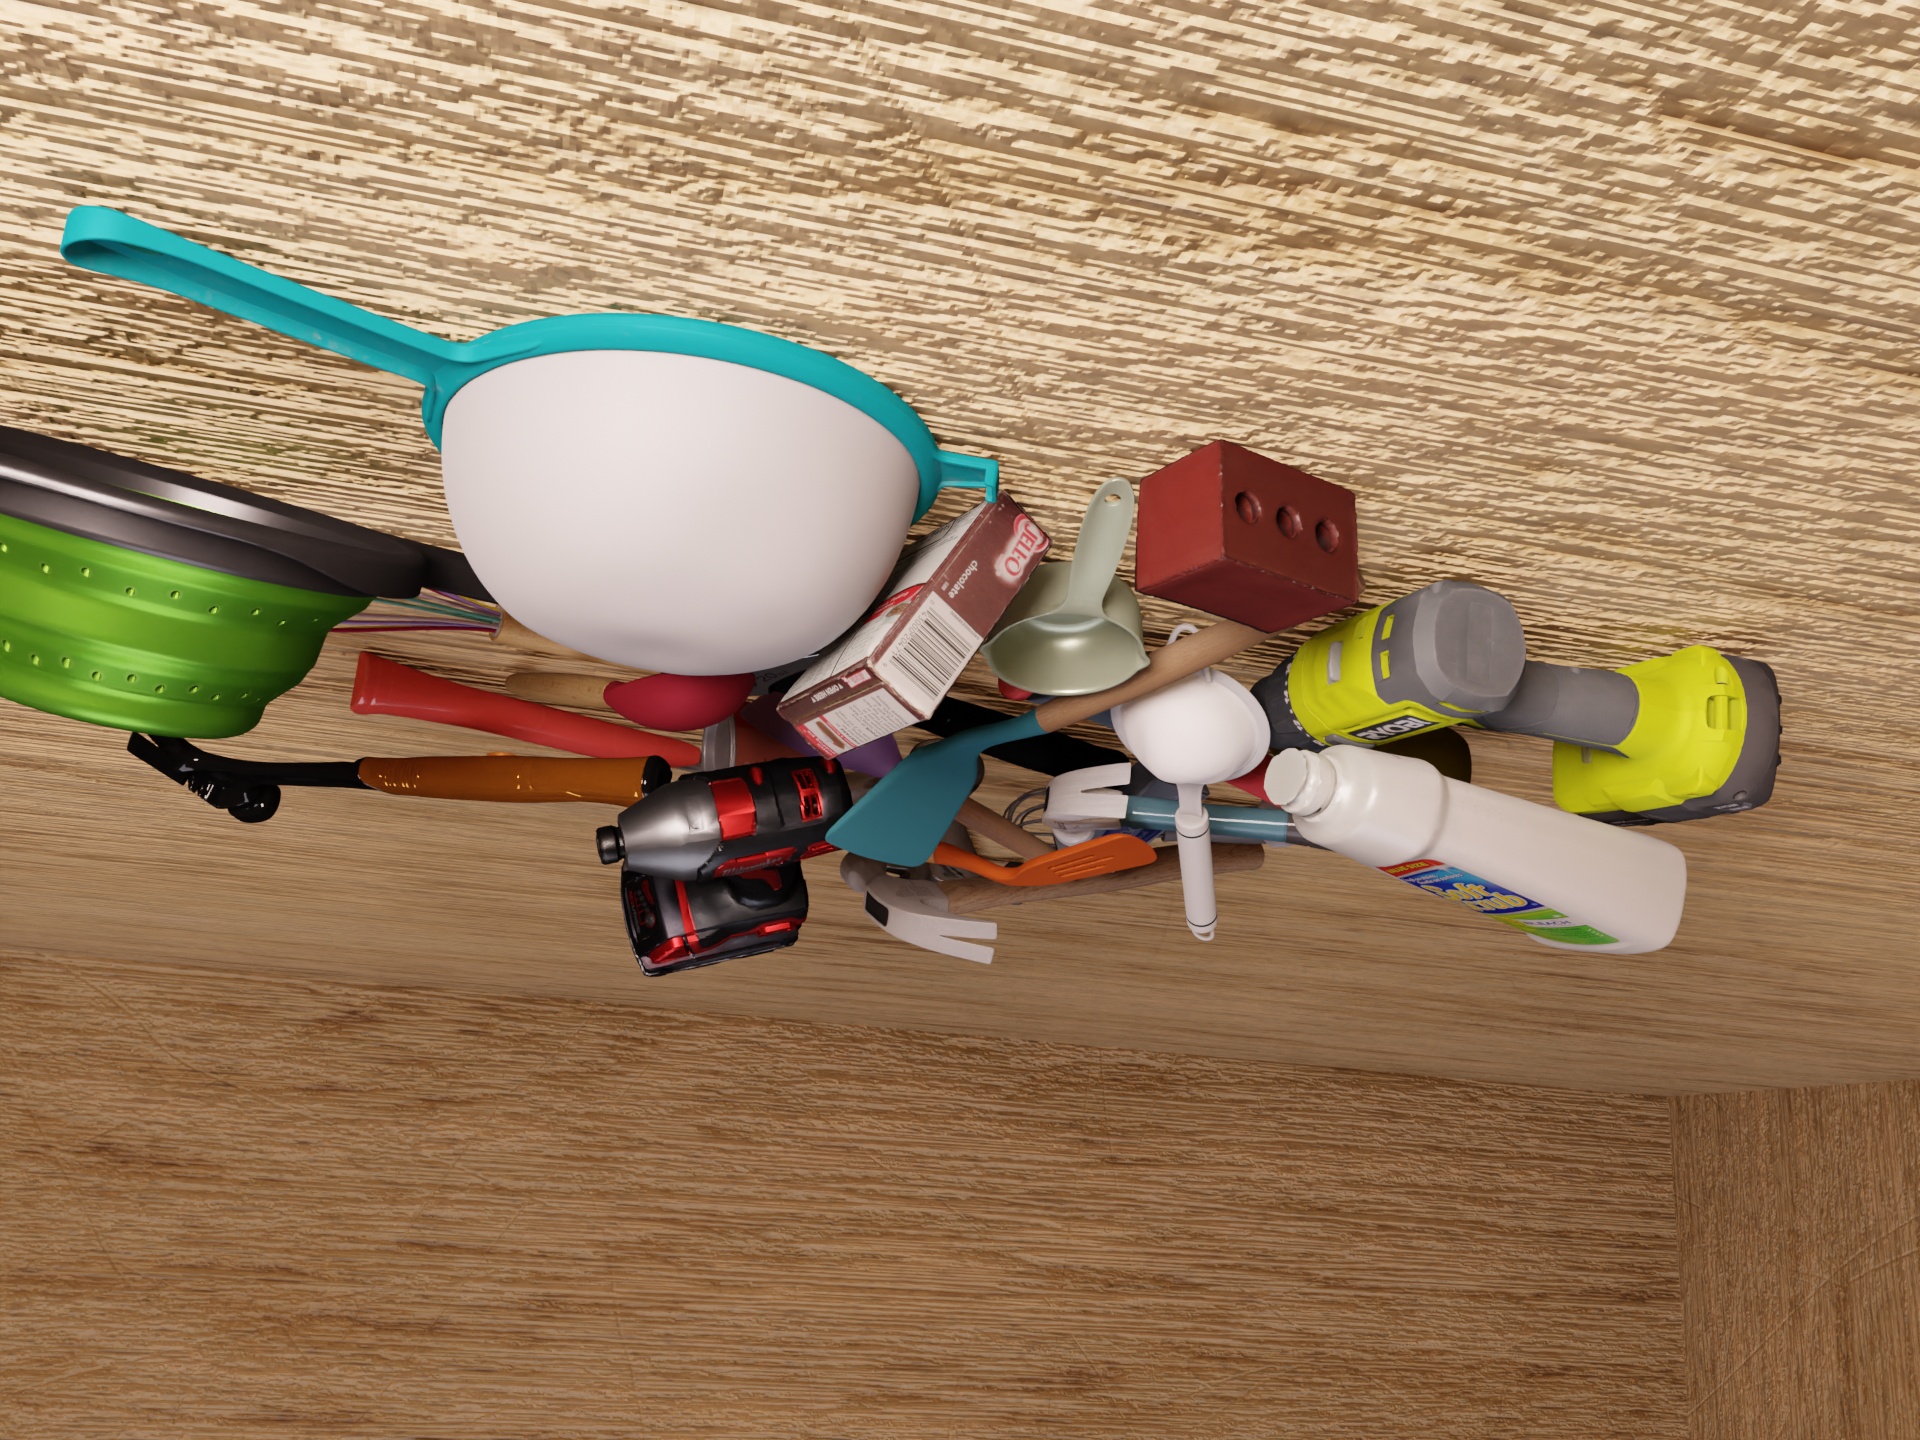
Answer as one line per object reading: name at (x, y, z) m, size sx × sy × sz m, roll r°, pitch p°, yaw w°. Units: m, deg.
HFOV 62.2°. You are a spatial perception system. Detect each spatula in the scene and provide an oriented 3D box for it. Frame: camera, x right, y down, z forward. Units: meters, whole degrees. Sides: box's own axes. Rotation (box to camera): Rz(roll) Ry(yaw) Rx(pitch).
spatula at (0.066, 0.001, 0.819) m, size 0.317 × 0.044 × 0.082 m, roll -25°, pitch 149°, yaw 32°
spatula at (-0.034, 0.074, 1.046) m, size 0.323 × 0.041 × 0.081 m, roll 9°, pitch 167°, yaw 23°
spatula at (-0.015, 0.046, 1.032) m, size 0.060 × 0.018 × 0.315 m, roll -29°, pitch 140°, yaw 27°

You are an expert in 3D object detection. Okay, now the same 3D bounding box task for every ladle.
ladle at (-0.192, -0.016, 0.842) m, size 0.069 × 0.031 × 0.315 m, roll -2°, pitch -176°, yaw -32°

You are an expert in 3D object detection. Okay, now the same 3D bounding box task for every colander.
colander at (-0.277, -0.040, 0.696) m, size 0.205 × 0.094 × 0.396 m, roll 20°, pitch -175°, yaw 38°

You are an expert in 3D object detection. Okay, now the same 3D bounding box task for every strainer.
strainer at (-0.161, -0.085, 0.604) m, size 0.340 × 0.095 × 0.211 m, roll 17°, pitch 159°, yaw -40°
strainer at (0.130, 0.053, 0.891) m, size 0.087 × 0.050 × 0.258 m, roll 8°, pitch 142°, yaw 20°

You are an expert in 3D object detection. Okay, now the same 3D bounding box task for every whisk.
whisk at (0.149, 0.075, 1.164) m, size 0.239 × 0.055 × 0.055 m, roll 0°, pitch 163°, yaw -4°
whisk at (-0.264, -0.053, 0.828) m, size 0.244 × 0.047 × 0.051 m, roll 12°, pitch 160°, yaw -36°

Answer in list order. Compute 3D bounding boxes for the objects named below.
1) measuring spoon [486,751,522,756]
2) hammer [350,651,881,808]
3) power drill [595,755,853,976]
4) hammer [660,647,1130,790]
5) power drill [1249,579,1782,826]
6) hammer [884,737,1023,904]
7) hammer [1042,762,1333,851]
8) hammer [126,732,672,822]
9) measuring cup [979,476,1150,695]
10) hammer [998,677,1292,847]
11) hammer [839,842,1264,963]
measuring spoon at (-0.255, 0.037, 1.045) m, size 0.116 × 0.011 × 0.021 m, roll 14°, pitch 160°, yaw -33°
hammer at (-0.218, 0.015, 1.050) m, size 0.358 × 0.037 × 0.149 m, roll 17°, pitch 159°, yaw -38°
power drill at (-0.150, 0.087, 0.966) m, size 0.143 × 0.079 × 0.219 m, roll -10°, pitch 161°, yaw -17°
hammer at (-0.001, -0.003, 0.928) m, size 0.146 × 0.035 × 0.334 m, roll -20°, pitch 155°, yaw 34°
power drill at (0.275, -0.004, 0.818) m, size 0.228 × 0.080 × 0.190 m, roll 11°, pitch 166°, yaw -17°
hammer at (-0.021, 0.085, 1.242) m, size 0.146 × 0.038 × 0.410 m, roll 4°, pitch 163°, yaw 3°
hammer at (0.213, 0.066, 0.972) m, size 0.331 × 0.033 × 0.128 m, roll 5°, pitch 166°, yaw 11°
hammer at (-0.342, 0.031, 0.989) m, size 0.337 × 0.034 × 0.127 m, roll 1°, pitch 154°, yaw 14°
measuring cup at (0.056, -0.069, 0.732) m, size 0.083 × 0.038 × 0.167 m, roll 4°, pitch 149°, yaw -5°
hammer at (0.165, 0.016, 0.968) m, size 0.143 × 0.038 × 0.386 m, roll -11°, pitch 158°, yaw 38°
hammer at (0.086, 0.117, 1.175) m, size 0.331 × 0.031 × 0.130 m, roll -5°, pitch -155°, yaw -27°
